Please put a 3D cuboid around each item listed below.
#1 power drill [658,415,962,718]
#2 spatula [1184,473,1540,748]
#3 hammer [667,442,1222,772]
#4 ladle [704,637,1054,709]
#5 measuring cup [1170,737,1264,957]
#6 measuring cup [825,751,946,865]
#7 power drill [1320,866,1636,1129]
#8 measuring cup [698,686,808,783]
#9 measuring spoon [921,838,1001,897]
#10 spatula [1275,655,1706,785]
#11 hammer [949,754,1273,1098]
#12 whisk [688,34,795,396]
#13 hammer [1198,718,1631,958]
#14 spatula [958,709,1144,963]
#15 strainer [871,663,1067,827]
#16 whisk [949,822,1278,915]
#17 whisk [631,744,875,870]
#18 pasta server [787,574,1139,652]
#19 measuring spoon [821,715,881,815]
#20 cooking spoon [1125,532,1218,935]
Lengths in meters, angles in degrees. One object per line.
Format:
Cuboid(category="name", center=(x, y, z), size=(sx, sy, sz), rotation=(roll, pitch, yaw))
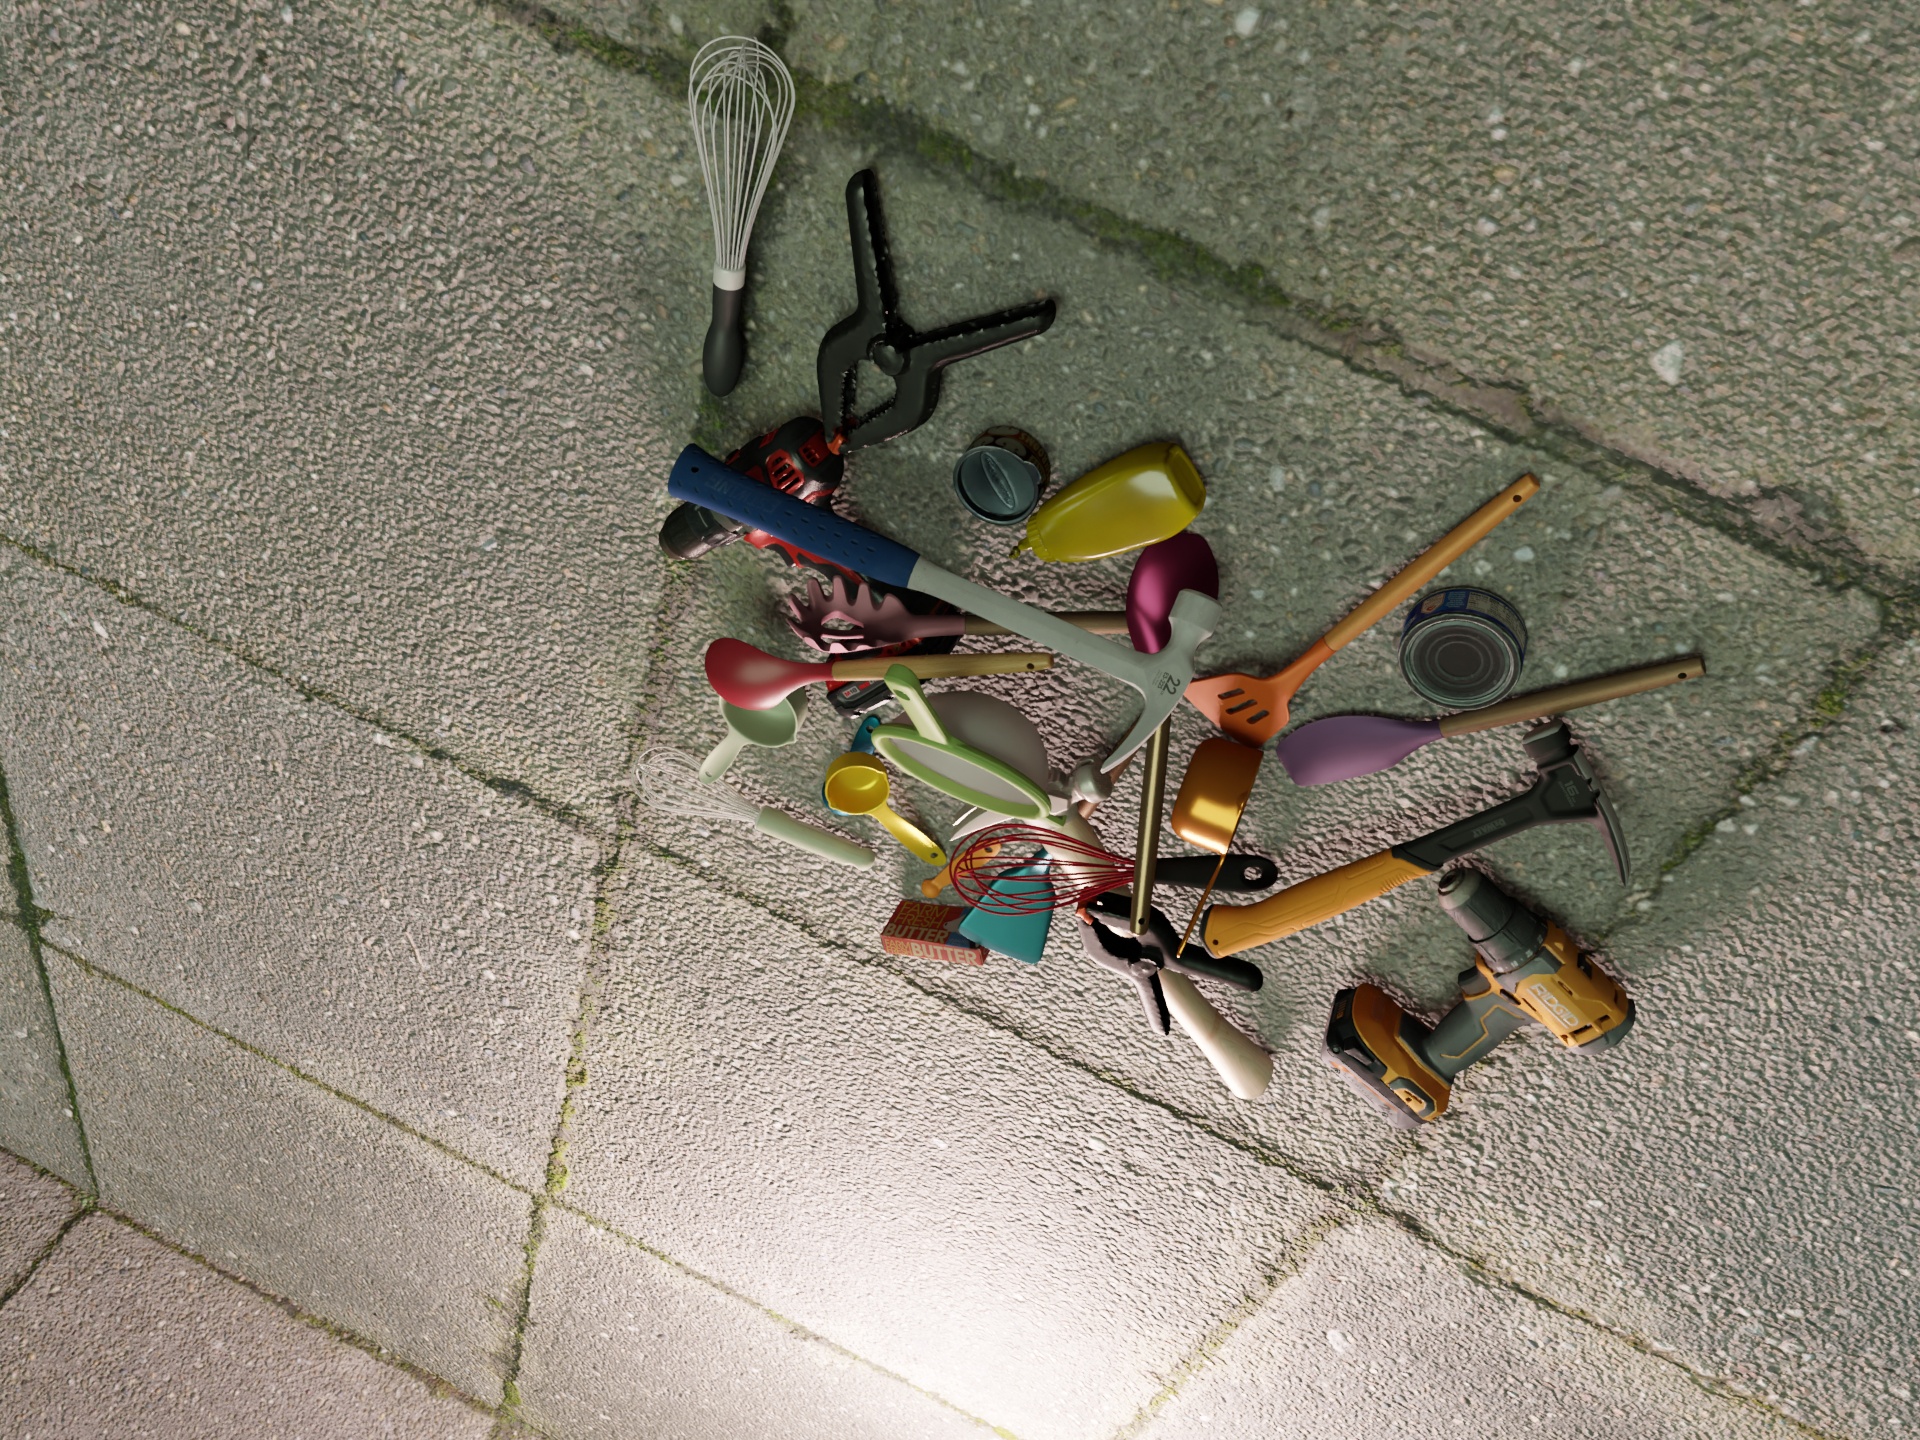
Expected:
Cuboid(category="power drill", center=(-0.124, -0.114, 1.268), size=(0.188, 0.080, 0.226), rotation=(-25, 110, 38))
Cuboid(category="spatula", center=(0.284, -0.075, 1.139), size=(0.081, 0.041, 0.322), rotation=(39, 129, -9))
Cuboid(category="hammer", center=(-0.026, -0.098, 1.147), size=(0.405, 0.144, 0.035), rotation=(24, 175, 8))
Cuboid(category="ladle", center=(-0.073, -0.039, 1.230), size=(0.315, 0.031, 0.069), rotation=(-2, 124, 28))
Cuboid(category="measuring cup", center=(0.183, 0.096, 1.242), size=(0.052, 0.095, 0.173), rotation=(22, 89, 12))
Cuboid(category="measuring cup", center=(-0.062, 0.081, 1.430), size=(0.062, 0.029, 0.156), rotation=(-32, 128, 19))
Cuboid(category="power drill", center=(0.398, 0.225, 1.295), size=(0.185, 0.084, 0.226), rotation=(43, 129, -9))
Cuboid(category="measuring cup", center=(-0.193, 0.005, 1.427), size=(0.083, 0.038, 0.167), rotation=(38, 135, -7))
Cuboid(category="measuring spoon", center=(0.000, 0.137, 1.459), size=(0.021, 0.011, 0.117), rotation=(42, 133, -11))
Cuboid(category="spatula", center=(0.374, -0.002, 1.157), size=(0.316, 0.018, 0.059), rotation=(-16, 119, 36))
Cuboid(category="hammer", center=(0.153, 0.200, 1.392), size=(0.146, 0.038, 0.410), rotation=(-21, 121, 27))
Cuboid(category="whisk", center=(-0.158, -0.340, 1.111), size=(0.070, 0.070, 0.284), rotation=(23, 139, 7))
Cuboid(category="hammer", center=(0.332, 0.121, 1.218), size=(0.337, 0.034, 0.127), rotation=(-28, 93, 32))
Cuboid(category="spatula", center=(0.095, 0.096, 1.357), size=(0.082, 0.044, 0.317), rotation=(24, 133, -7))
Cuboid(category="strainer", center=(-0.002, -0.004, 1.188), size=(0.151, 0.069, 0.256), rotation=(19, 164, 22))
Cuboid(category="whisk", center=(0.126, 0.120, 1.267), size=(0.295, 0.073, 0.073), rotation=(3, 139, -23))
Cuboid(category="whisk", center=(-0.195, 0.087, 1.493), size=(0.246, 0.059, 0.058), rotation=(22, 175, 3))
Cuboid(category="pasta server", center=(0.031, -0.076, 1.186), size=(0.316, 0.060, 0.040), rotation=(-1, 150, 1))
Cuboid(category="measuring spoon", center=(-0.096, 0.044, 1.421), size=(0.042, 0.021, 0.128), rotation=(28, 134, 3))
Cuboid(category="cooking spoon", center=(0.150, 0.016, 1.199), size=(0.068, 0.017, 0.318), rotation=(1, 108, -7))
